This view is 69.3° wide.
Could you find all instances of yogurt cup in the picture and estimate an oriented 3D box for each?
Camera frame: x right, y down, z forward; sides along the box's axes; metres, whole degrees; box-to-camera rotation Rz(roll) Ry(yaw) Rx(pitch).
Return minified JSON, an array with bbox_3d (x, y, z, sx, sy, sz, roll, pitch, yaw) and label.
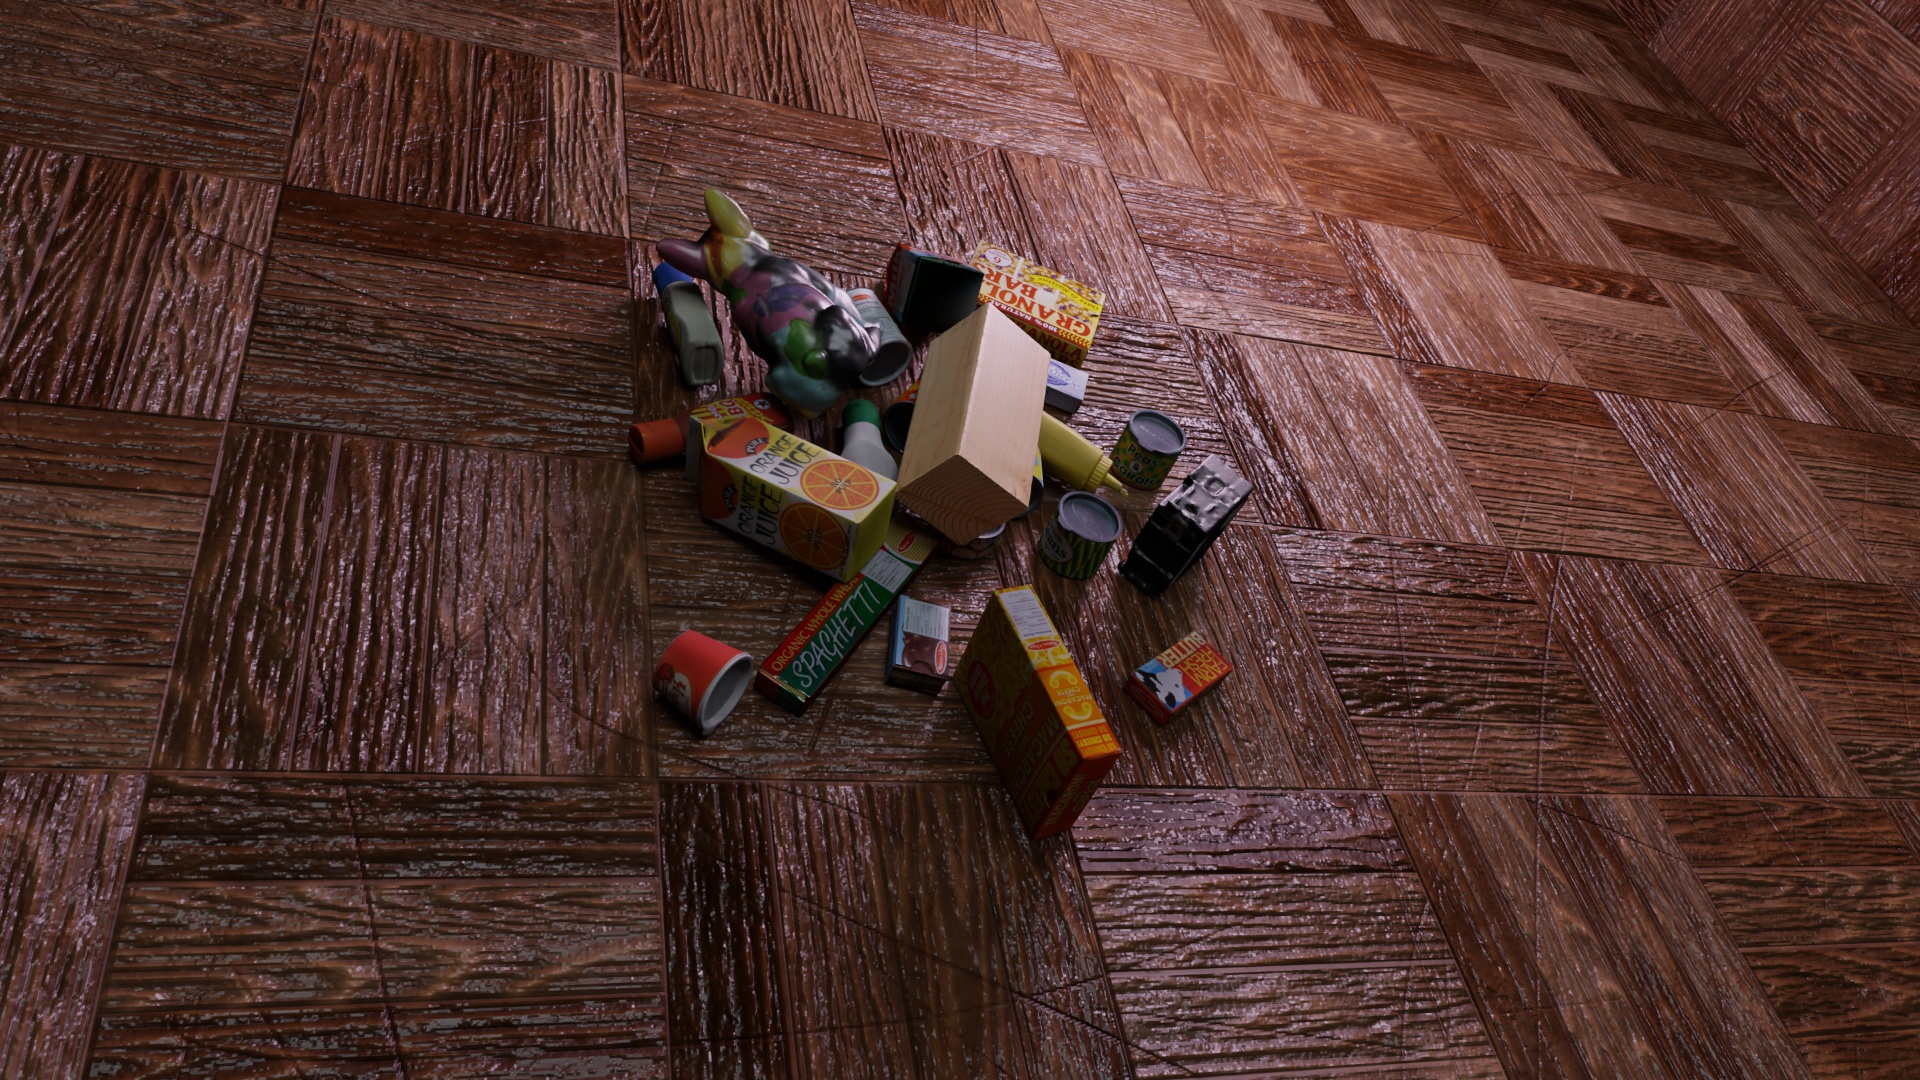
[{"bbox_3d":[-0.203,0.106,1.085,0.054,0.072,0.073,29,42,15],"label":"yogurt cup"}]

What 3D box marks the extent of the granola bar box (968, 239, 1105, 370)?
[{"bbox_3d":[0.078,-0.273,1.605,0.165,0.038,0.125,23,43,-3],"label":"granola bar box"}]

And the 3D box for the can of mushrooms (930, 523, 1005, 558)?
[{"bbox_3d":[0.005,-0.017,1.324,0.071,0.033,0.071,14,45,-14],"label":"can of mushrooms"}]

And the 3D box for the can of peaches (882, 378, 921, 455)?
[{"bbox_3d":[-0.034,-0.124,1.383,0.071,0.071,0.058,33,42,7],"label":"can of peaches"}]

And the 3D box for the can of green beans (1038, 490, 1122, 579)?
[{"bbox_3d":[0.115,-0.005,1.347,0.071,0.057,0.071,14,44,-13],"label":"can of green beans"}]

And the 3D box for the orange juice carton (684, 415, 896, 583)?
[{"bbox_3d":[-0.161,-0.045,1.224,0.193,0.071,0.073,25,41,13],"label":"orange juice carton"}]

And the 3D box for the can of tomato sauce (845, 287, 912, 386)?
[{"bbox_3d":[-0.097,-0.210,1.444,0.071,0.070,0.083,-12,55,-34],"label":"can of tomato sauce"}]

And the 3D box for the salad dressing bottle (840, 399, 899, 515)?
[{"bbox_3d":[-0.092,-0.077,1.327,0.064,0.043,0.148,-15,43,6],"label":"salad dressing bottle"}]

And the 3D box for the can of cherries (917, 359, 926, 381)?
[{"bbox_3d":[-0.007,-0.168,1.448,0.071,0.058,0.072,14,43,-14],"label":"can of cherries"}]

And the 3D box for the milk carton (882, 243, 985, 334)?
[{"bbox_3d":[-0.035,-0.273,1.497,0.072,0.073,0.191,12,14,-16],"label":"milk carton"}]

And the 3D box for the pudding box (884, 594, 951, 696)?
[{"bbox_3d":[-0.037,0.090,1.203,0.050,0.030,0.084,15,44,-13],"label":"pudding box"}]

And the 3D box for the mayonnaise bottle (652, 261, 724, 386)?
[{"bbox_3d":[-0.271,-0.220,1.374,0.041,0.064,0.149,-9,48,-22],"label":"mayonnaise bottle"}]

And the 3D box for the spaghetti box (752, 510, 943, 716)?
[{"bbox_3d":[-0.093,0.058,1.208,0.050,0.028,0.251,32,43,7],"label":"spaghetti box"}]

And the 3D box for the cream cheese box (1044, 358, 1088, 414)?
[{"bbox_3d":[0.087,-0.181,1.531,0.104,0.024,0.054,22,41,-5],"label":"cream cheese box"}]

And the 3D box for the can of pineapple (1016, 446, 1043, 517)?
[{"bbox_3d":[0.046,-0.066,1.367,0.071,0.070,0.058,13,43,-14],"label":"can of pineapple"}]

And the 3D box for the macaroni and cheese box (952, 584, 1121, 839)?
[{"bbox_3d":[0.057,0.139,1.131,0.040,0.123,0.167,-8,52,-28],"label":"macaroni and cheese box"}]

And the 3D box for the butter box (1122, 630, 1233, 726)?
[{"bbox_3d":[0.202,0.126,1.285,0.104,0.024,0.053,-26,63,-41],"label":"butter box"}]

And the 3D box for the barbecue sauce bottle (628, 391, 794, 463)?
[{"bbox_3d":[-0.232,-0.101,1.286,0.149,0.043,0.065,-15,46,-35],"label":"barbecue sauce bottle"}]

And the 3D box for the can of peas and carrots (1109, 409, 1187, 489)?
[{"bbox_3d":[0.197,-0.095,1.474,0.071,0.058,0.071,13,45,-13],"label":"can of peas and carrots"}]

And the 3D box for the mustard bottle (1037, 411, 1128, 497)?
[{"bbox_3d":[0.104,-0.089,1.418,0.160,0.065,0.049,32,78,4],"label":"mustard bottle"}]
